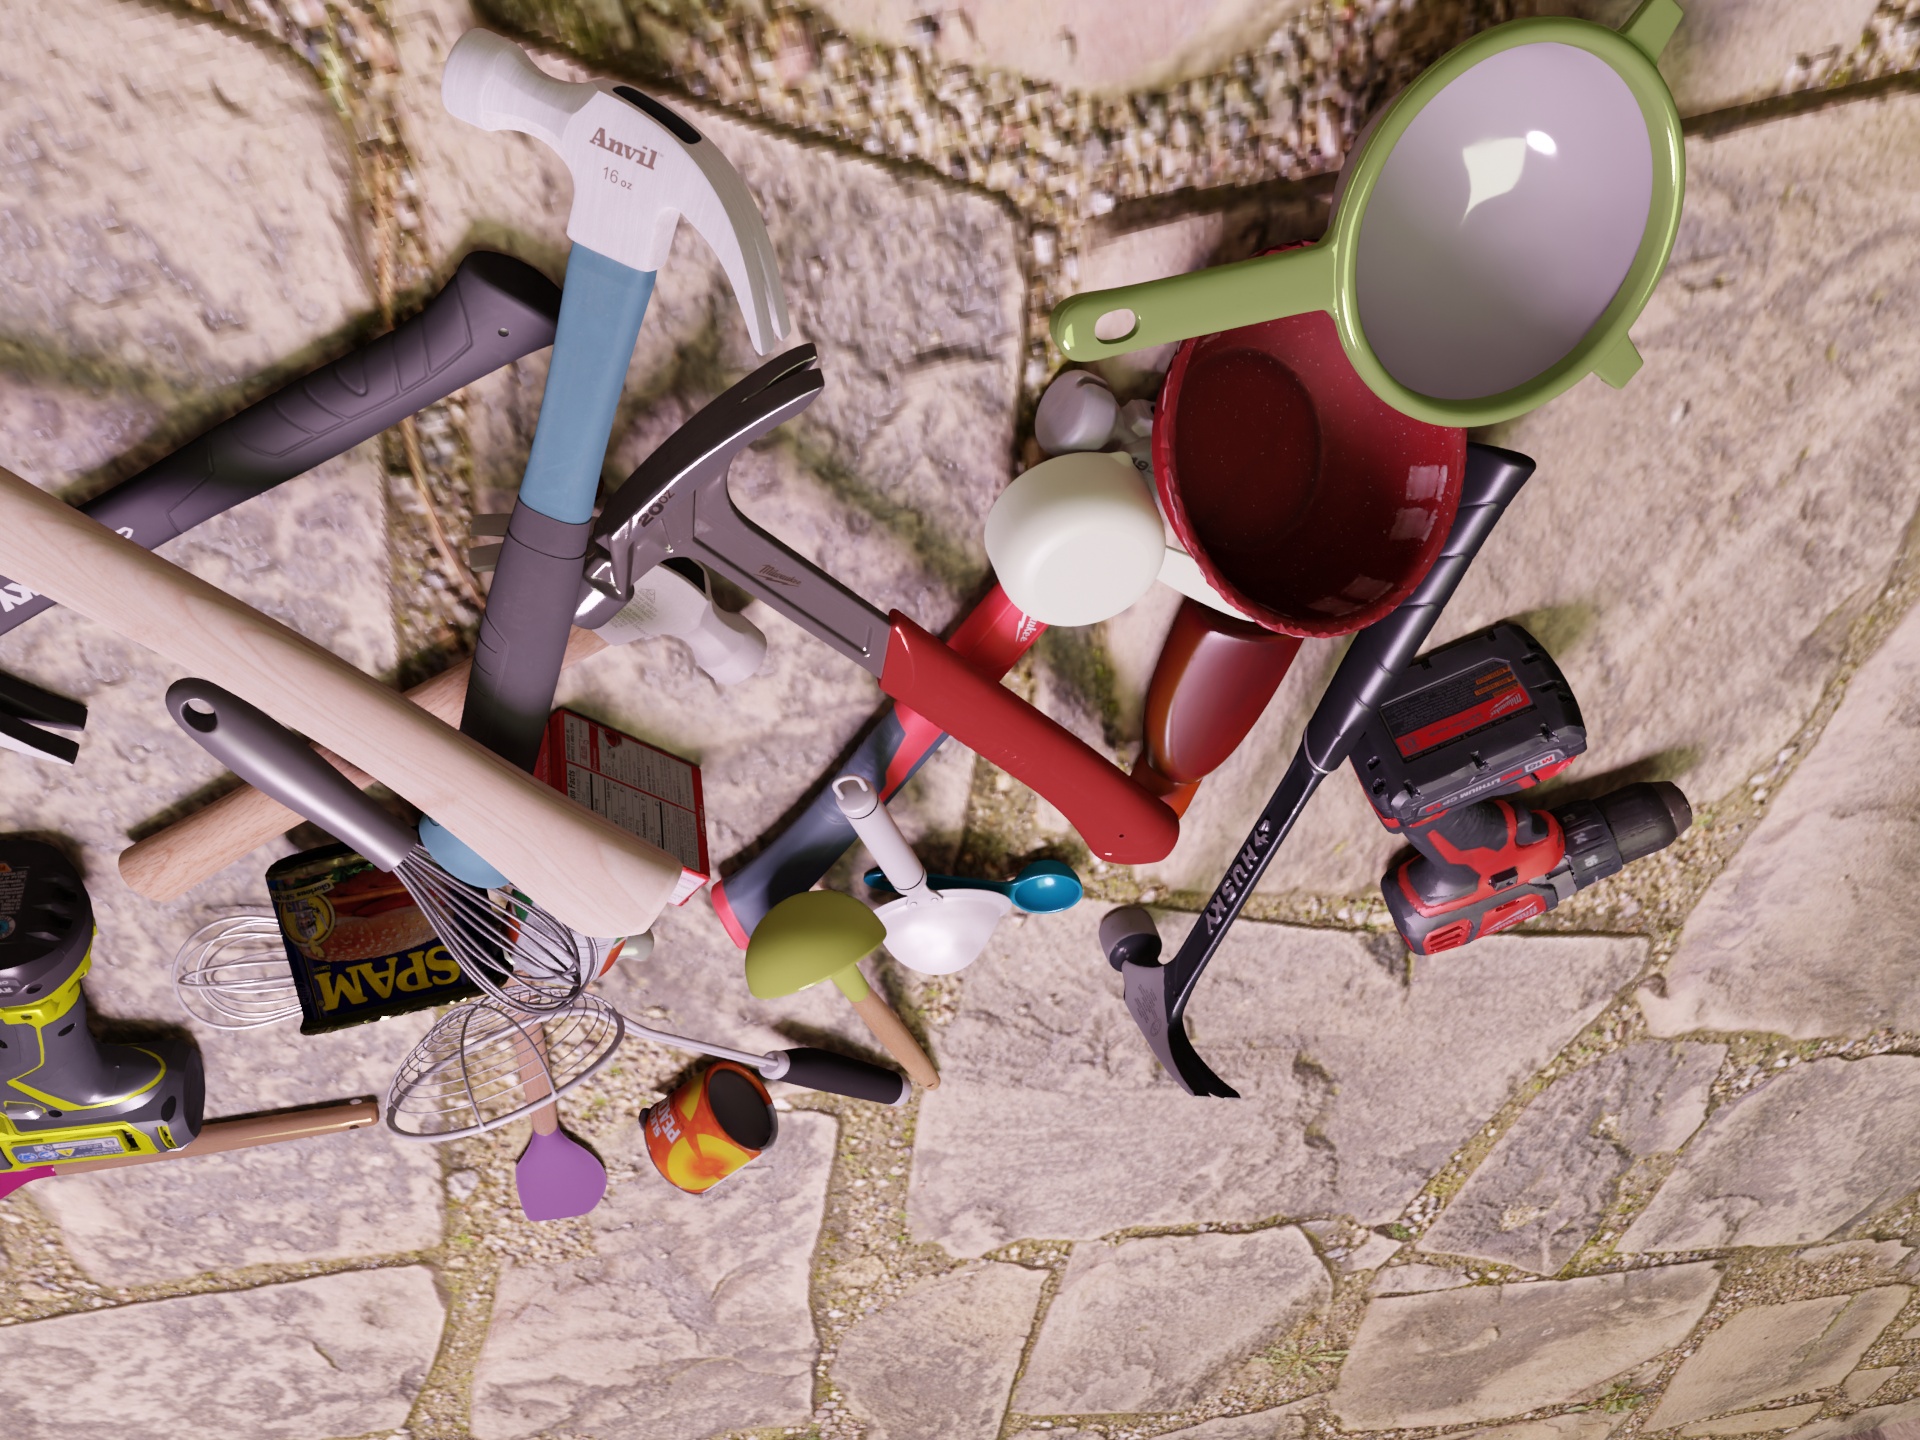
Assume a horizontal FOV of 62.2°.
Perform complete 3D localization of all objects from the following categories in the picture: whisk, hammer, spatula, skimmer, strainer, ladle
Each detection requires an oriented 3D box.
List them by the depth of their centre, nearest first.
[{"bbox_3d":[-0.279,-0.043,0.579,0.410,0.038,0.146,33,118,-16],"label":"hammer"},{"bbox_3d":[-0.156,-0.070,0.598,0.128,0.033,0.330,23,121,1],"label":"hammer"},{"bbox_3d":[0.148,-0.182,0.611,0.256,0.069,0.151,-15,123,-10],"label":"strainer"},{"bbox_3d":[-0.299,-0.089,0.628,0.335,0.035,0.146,-25,136,10],"label":"hammer"},{"bbox_3d":[-0.258,0.060,0.723,0.055,0.055,0.238,-34,121,20],"label":"whisk"},{"bbox_3d":[-0.002,-0.021,0.724,0.149,0.037,0.358,-36,134,22],"label":"hammer"},{"bbox_3d":[-0.260,0.004,0.731,0.331,0.031,0.129,-27,139,16],"label":"hammer"},{"bbox_3d":[-0.001,-0.003,0.803,0.143,0.038,0.386,18,129,-33],"label":"hammer"},{"bbox_3d":[0.183,0.032,0.840,0.036,0.149,0.408,8,126,-23],"label":"hammer"},{"bbox_3d":[-0.027,0.088,0.846,0.087,0.050,0.258,-13,150,8],"label":"strainer"},{"bbox_3d":[-0.288,0.128,0.857,0.246,0.059,0.058,-2,175,-20],"label":"whisk"},{"bbox_3d":[-0.158,0.222,0.935,0.127,0.090,0.363,-6,158,39],"label":"skimmer"},{"bbox_3d":[-0.050,0.179,0.939,0.078,0.062,0.319,-24,148,0],"label":"ladle"},{"bbox_3d":[-0.263,0.243,1.006,0.059,0.018,0.315,-5,138,-12],"label":"spatula"}]

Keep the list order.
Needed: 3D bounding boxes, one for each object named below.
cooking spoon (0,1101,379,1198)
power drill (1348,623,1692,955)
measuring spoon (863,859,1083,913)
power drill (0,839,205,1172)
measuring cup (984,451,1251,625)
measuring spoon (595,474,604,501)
[{"bbox_3d":[-0.514,0.261,0.954,0.319,0.017,0.068,-7,138,-8],"label":"cooking spoon"},{"bbox_3d":[0.324,0.044,0.920,0.188,0.080,0.226,-24,140,10],"label":"power drill"},{"bbox_3d":[0.008,0.090,0.925,0.128,0.021,0.042,5,140,-8],"label":"measuring spoon"},{"bbox_3d":[-0.501,0.160,0.809,0.171,0.080,0.223,-3,140,-13],"label":"power drill"},{"bbox_3d":[0.087,-0.062,0.706,0.167,0.038,0.083,18,128,-32],"label":"measuring cup"},{"bbox_3d":[-0.184,-0.065,0.702,0.021,0.011,0.117,13,131,-28],"label":"measuring spoon"}]
